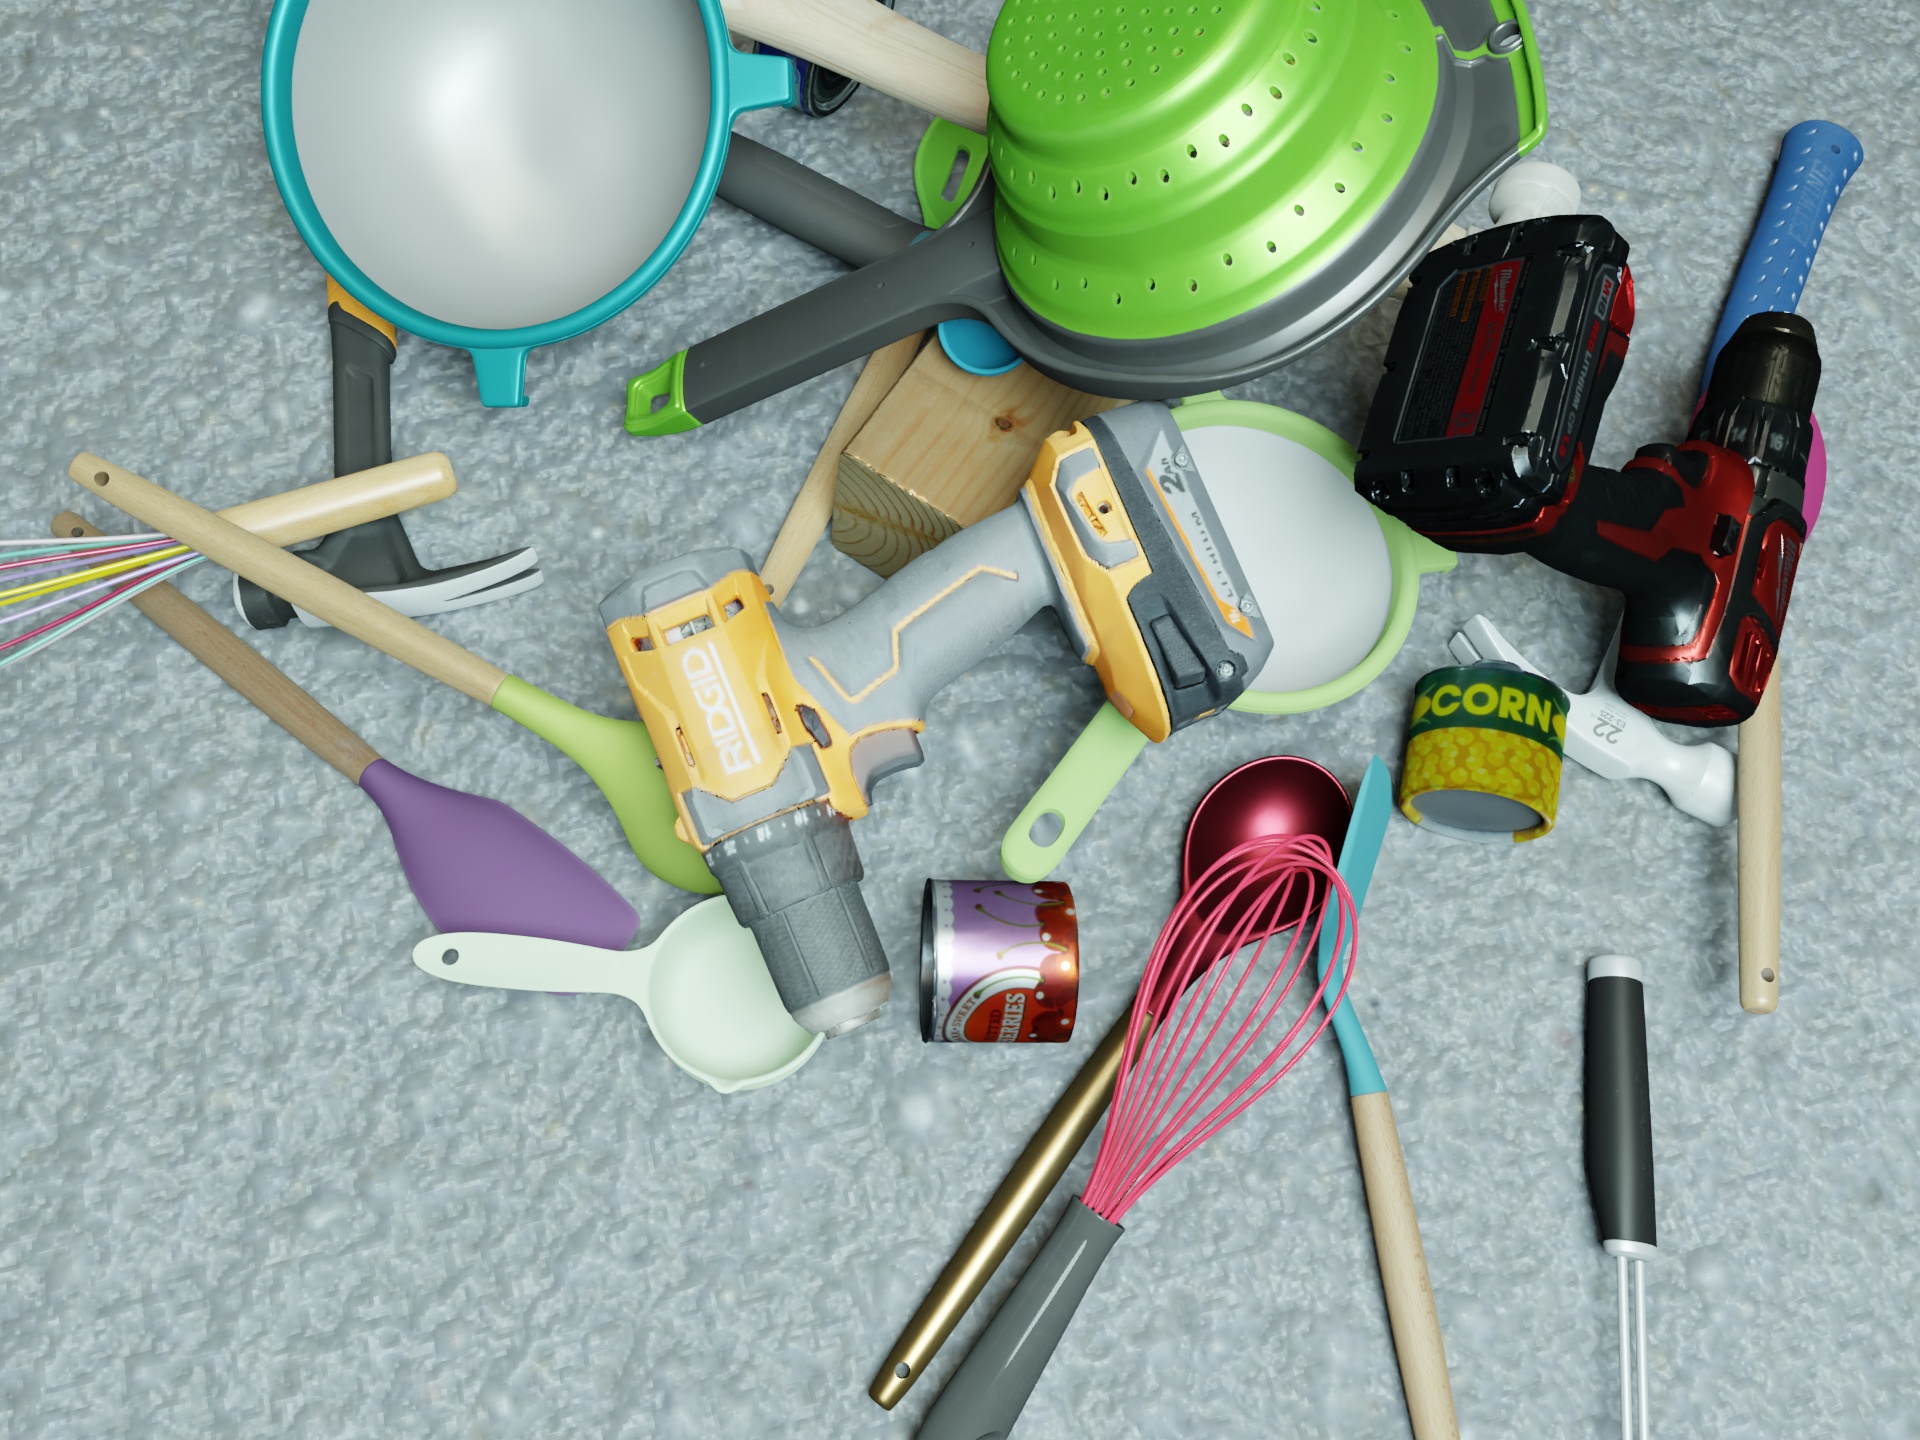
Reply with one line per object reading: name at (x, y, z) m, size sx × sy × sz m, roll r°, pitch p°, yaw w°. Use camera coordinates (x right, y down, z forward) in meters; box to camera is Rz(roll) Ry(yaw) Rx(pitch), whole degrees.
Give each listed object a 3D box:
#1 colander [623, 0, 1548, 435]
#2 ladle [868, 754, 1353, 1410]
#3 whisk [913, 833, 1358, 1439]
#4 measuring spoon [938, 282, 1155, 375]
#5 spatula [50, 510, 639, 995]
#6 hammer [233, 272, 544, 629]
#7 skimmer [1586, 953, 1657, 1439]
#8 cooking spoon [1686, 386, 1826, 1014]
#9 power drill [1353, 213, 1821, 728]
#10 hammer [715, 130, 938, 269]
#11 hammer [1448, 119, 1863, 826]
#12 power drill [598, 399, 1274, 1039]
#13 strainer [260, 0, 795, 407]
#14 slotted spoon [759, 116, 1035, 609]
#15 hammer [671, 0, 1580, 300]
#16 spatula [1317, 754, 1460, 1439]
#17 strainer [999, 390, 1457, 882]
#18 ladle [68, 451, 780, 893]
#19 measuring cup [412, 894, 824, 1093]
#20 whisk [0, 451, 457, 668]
colander at (0.006, -0.204, 0.603) m, size 0.397 × 0.094 × 0.205 m, roll -17°, pitch 59°, yaw 25°
ladle at (0.063, 0.142, 0.651) m, size 0.069 × 0.031 × 0.315 m, roll 35°, pitch 71°, yaw 10°
whisk at (0.063, 0.170, 0.604) m, size 0.073 × 0.073 × 0.296 m, roll 32°, pitch 83°, yaw 7°
measuring spoon at (0.053, -0.177, 0.669) m, size 0.128 × 0.021 × 0.042 m, roll -19°, pitch 82°, yaw 0°
spatula at (-0.270, 0.008, 0.674) m, size 0.316 × 0.018 × 0.060 m, roll 38°, pitch 71°, yaw 8°
hammer at (-0.274, -0.203, 0.748) m, size 0.127 × 0.034 × 0.337 m, roll -7°, pitch 70°, yaw -8°
skimmer at (0.280, 0.261, 0.592) m, size 0.127 × 0.090 × 0.364 m, roll 24°, pitch 61°, yaw -31°
cooking spoon at (0.358, -0.025, 0.711) m, size 0.069 × 0.017 × 0.319 m, roll 12°, pitch 68°, yaw 0°
power drill at (0.276, -0.117, 0.649) m, size 0.226 × 0.080 × 0.188 m, roll 25°, pitch 79°, yaw -34°
hammer at (-0.133, -0.283, 0.779) m, size 0.331 × 0.033 × 0.128 m, roll 30°, pitch 70°, yaw 12°
hammer at (0.372, -0.149, 0.791) m, size 0.144 × 0.035 × 0.406 m, roll 27°, pitch 69°, yaw 5°
power drill at (-0.001, -0.002, 0.596) m, size 0.226 × 0.084 × 0.185 m, roll -22°, pitch 82°, yaw -3°
strainer at (-0.234, -0.313, 0.710) m, size 0.211 × 0.095 × 0.340 m, roll -45°, pitch 87°, yaw 12°
slotted spoon at (-0.033, -0.179, 0.767) m, size 0.070 × 0.031 × 0.314 m, roll 23°, pitch 70°, yaw 4°
hammer at (0.062, -0.248, 0.701) m, size 0.410 × 0.038 × 0.146 m, roll 22°, pitch 70°, yaw 3°
spatula at (0.180, 0.175, 0.637) m, size 0.044 × 0.082 × 0.318 m, roll -13°, pitch 73°, yaw 17°
strainer at (0.092, -0.025, 0.694) m, size 0.151 × 0.069 × 0.256 m, roll 36°, pitch 69°, yaw 6°
ladle at (-0.207, -0.024, 0.645) m, size 0.320 × 0.062 × 0.078 m, roll 28°, pitch 88°, yaw -3°
measuring cup at (-0.133, 0.106, 0.640) m, size 0.167 × 0.038 × 0.083 m, roll 6°, pitch 68°, yaw -1°
whisk at (-0.329, -0.066, 0.651) m, size 0.245 × 0.047 × 0.051 m, roll -19°, pitch 70°, yaw -14°
